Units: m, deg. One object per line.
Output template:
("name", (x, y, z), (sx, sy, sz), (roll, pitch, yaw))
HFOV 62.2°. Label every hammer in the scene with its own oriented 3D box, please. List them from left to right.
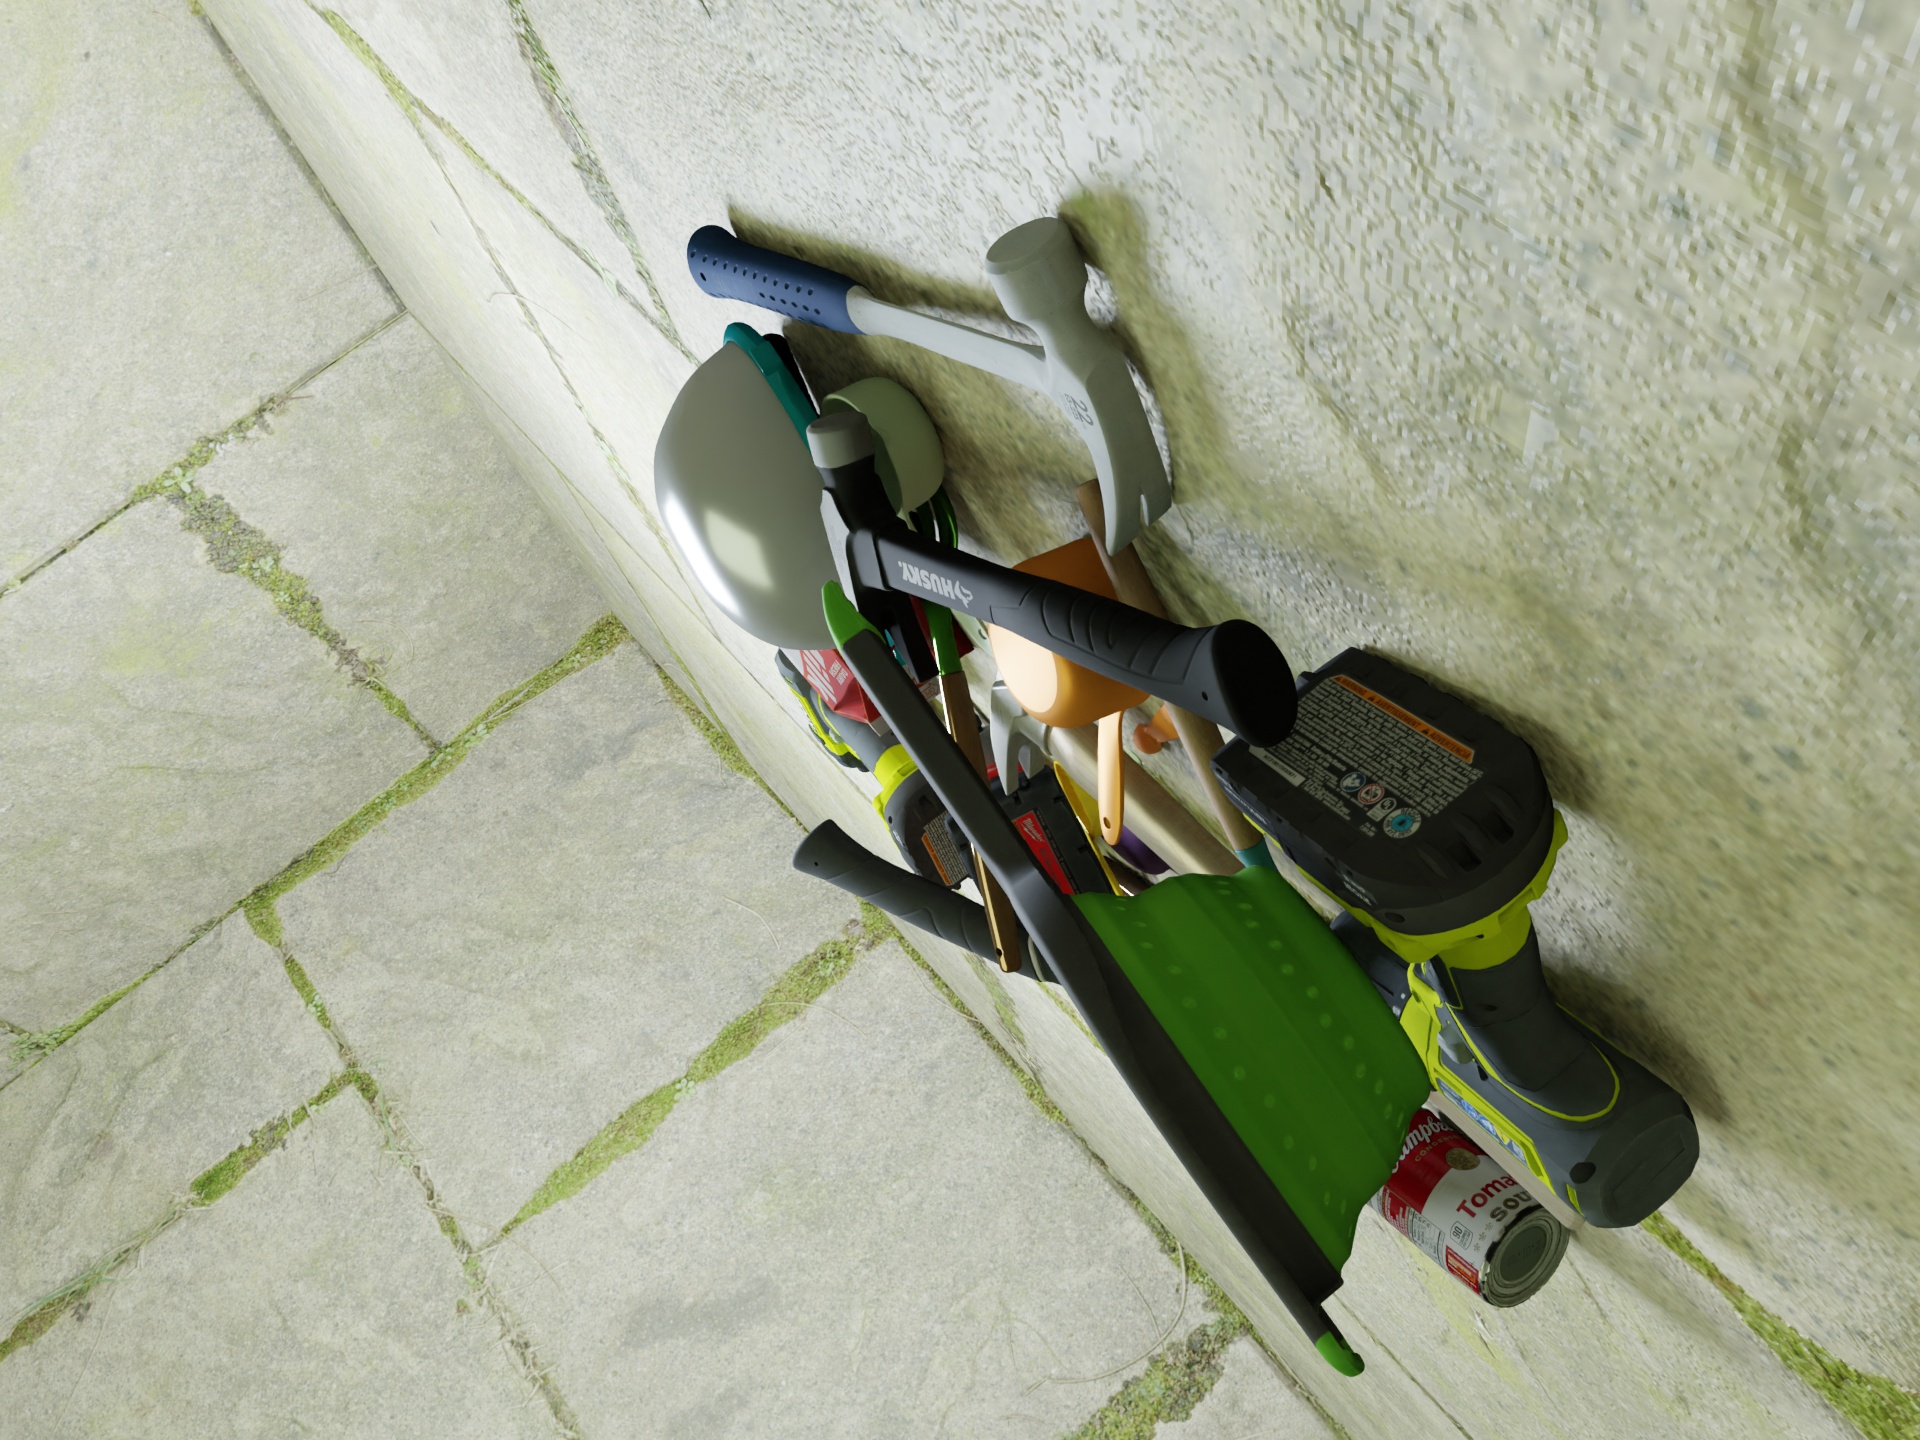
("hammer", (-0.039, -0.189, 0.762), (0.406, 0.035, 0.143), (36, 161, 53))
("hammer", (0.028, -0.047, 0.708), (0.335, 0.035, 0.146), (28, 136, 55))
("hammer", (0.067, 0.157, 0.973), (0.409, 0.036, 0.149), (23, 127, 24))
("hammer", (0.163, 0.111, 0.846), (0.411, 0.038, 0.146), (43, 156, 26))

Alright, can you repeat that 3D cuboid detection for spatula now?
("spatula", (0.150, 0.097, 0.988), (0.059, 0.018, 0.316), (64, 166, -19))
("spatula", (0.114, 0.038, 0.742), (0.317, 0.044, 0.082), (65, -154, -9))

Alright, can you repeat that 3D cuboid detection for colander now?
("colander", (0.071, 0.065, 0.655), (0.397, 0.094, 0.204), (54, 180, 27))

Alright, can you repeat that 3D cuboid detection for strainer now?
("strainer", (-0.144, -0.135, 0.999), (0.210, 0.095, 0.341), (65, 169, -21))

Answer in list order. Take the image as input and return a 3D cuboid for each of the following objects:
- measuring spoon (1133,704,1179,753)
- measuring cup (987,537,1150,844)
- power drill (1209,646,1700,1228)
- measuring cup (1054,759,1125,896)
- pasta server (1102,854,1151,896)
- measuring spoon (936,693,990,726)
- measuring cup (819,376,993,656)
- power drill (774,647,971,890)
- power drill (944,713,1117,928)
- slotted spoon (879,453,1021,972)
("measuring spoon", (0.110, 0.004, 0.859), (0.021, 0.011, 0.117), (50, 169, 3))
("measuring cup", (0.055, -0.003, 0.797), (0.095, 0.052, 0.173), (36, 138, 51))
("power drill", (0.190, 0.083, 0.647), (0.228, 0.080, 0.191), (56, 173, -35))
("measuring cup", (0.104, 0.083, 1.056), (0.156, 0.029, 0.062), (64, 176, -33))
("pasta server", (0.174, 0.167, 1.072), (0.060, 0.040, 0.316), (19, -170, -33))
("measuring spoon", (-0.009, -0.023, 1.245), (0.124, 0.018, 0.034), (41, 151, 13))
("measuring cup", (-0.015, -0.112, 0.867), (0.167, 0.038, 0.083), (56, 159, -3))
("power drill", (-0.060, 0.037, 1.323), (0.223, 0.080, 0.171), (47, 168, 38))
("power drill", (0.039, 0.073, 1.113), (0.143, 0.078, 0.220), (63, -179, -9))
("slotted spoon", (-0.001, -0.003, 0.936), (0.070, 0.031, 0.313), (-5, 99, 51))
